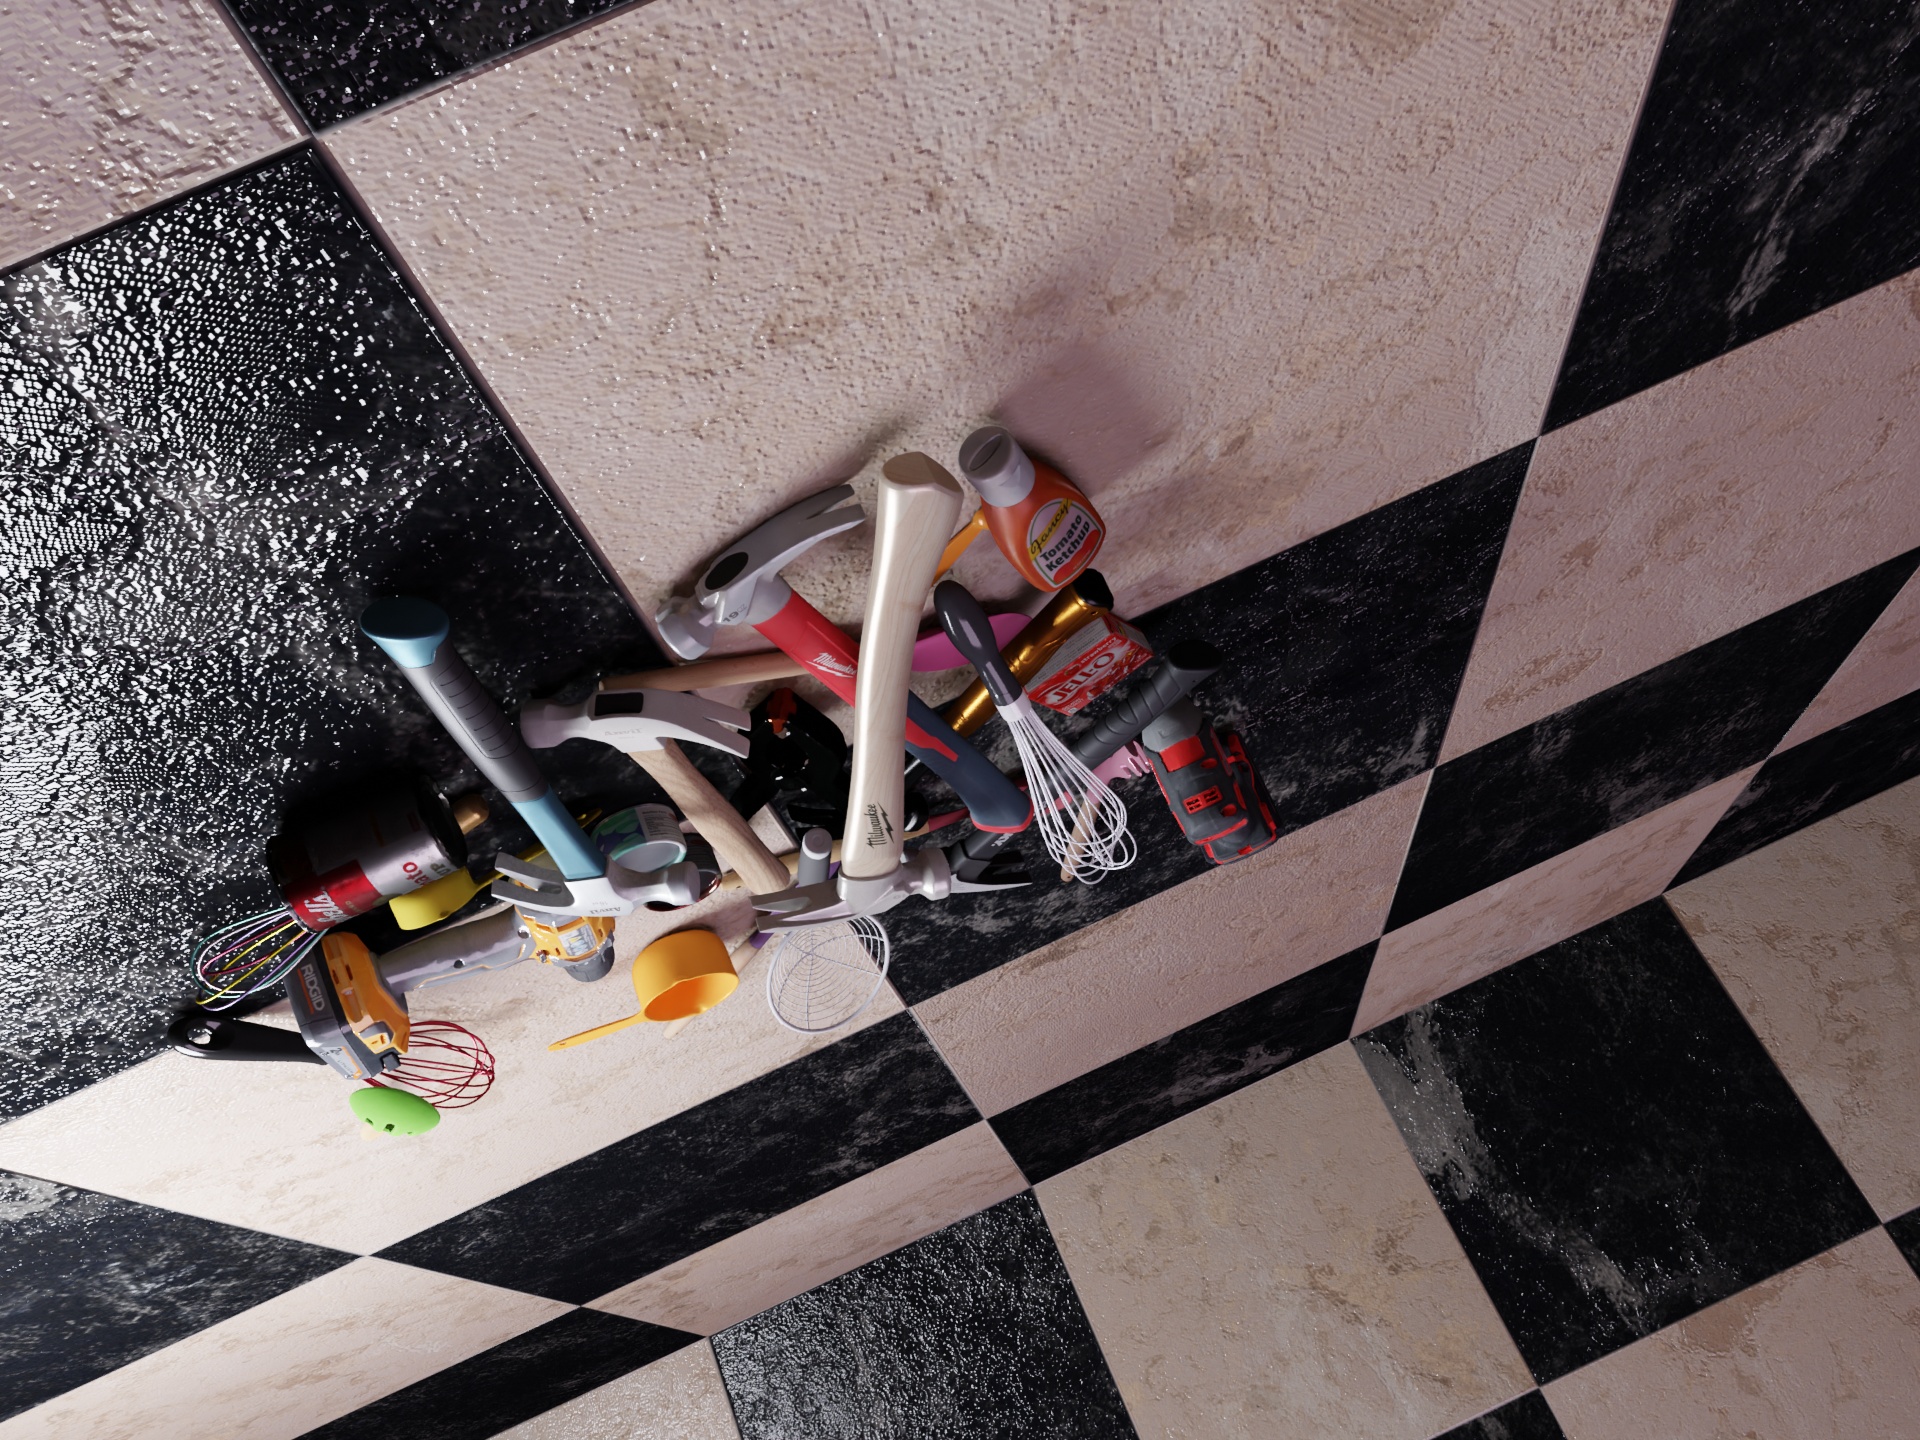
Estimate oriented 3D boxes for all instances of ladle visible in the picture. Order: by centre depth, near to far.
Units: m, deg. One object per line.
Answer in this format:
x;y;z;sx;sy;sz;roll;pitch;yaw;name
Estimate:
-0.053;0.097;1.360;0.315;0.031;0.069;-15;157;-16;ladle

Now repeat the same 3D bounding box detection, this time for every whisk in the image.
-0.420;0.119;1.071;0.245;0.051;0.047;-33;174;7;whisk
0.052;0.011;1.124;0.070;0.070;0.284;-28;123;5;whisk
-0.484;0.263;1.256;0.073;0.073;0.295;-36;147;21;whisk

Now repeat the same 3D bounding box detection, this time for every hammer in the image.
-0.271;0.035;0.981;0.128;0.033;0.330;-8;144;7;hammer
-0.060;0.000;1.025;0.146;0.038;0.410;-11;140;-17;hammer
-0.034;-0.017;1.080;0.143;0.038;0.385;-34;143;12;hammer
-0.178;0.058;1.114;0.130;0.031;0.331;-5;155;10;hammer
-0.002;-0.004;1.189;0.127;0.034;0.336;-2;149;-40;hammer
0.090;0.044;1.309;0.146;0.035;0.334;10;137;-44;hammer

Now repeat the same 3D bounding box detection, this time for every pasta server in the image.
0.122;0.090;1.488;0.060;0.040;0.316;-3;152;-7;pasta server

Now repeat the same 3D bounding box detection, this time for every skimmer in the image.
-0.107;0.179;1.337;0.127;0.090;0.363;-34;166;-18;skimmer

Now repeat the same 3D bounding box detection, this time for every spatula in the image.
-0.198;0.214;1.458;0.060;0.018;0.315;-21;160;-50;spatula

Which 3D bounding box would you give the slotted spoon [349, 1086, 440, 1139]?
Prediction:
-0.484;0.337;1.330;0.070;0.031;0.313;22;156;-16;slotted spoon

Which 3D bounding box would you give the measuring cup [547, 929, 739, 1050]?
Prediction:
-0.282;0.235;1.388;0.173;0.052;0.095;-20;154;-6;measuring cup

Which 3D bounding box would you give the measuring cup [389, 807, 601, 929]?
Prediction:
-0.325;0.093;1.110;0.156;0.029;0.062;-31;-160;-18;measuring cup

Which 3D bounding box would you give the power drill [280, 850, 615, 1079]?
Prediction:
-0.367;0.185;1.194;0.226;0.084;0.185;-23;156;-14;power drill

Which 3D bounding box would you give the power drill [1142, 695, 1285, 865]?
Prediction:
0.212;0.047;1.386;0.078;0.143;0.219;-27;161;12;power drill

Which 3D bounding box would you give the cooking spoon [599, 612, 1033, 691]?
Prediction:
-0.089;-0.043;1.078;0.318;0.017;0.068;-10;155;-30;cooking spoon

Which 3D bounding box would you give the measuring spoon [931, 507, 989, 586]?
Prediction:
-0.011;-0.101;1.046;0.021;0.011;0.117;6;140;-46;measuring spoon
